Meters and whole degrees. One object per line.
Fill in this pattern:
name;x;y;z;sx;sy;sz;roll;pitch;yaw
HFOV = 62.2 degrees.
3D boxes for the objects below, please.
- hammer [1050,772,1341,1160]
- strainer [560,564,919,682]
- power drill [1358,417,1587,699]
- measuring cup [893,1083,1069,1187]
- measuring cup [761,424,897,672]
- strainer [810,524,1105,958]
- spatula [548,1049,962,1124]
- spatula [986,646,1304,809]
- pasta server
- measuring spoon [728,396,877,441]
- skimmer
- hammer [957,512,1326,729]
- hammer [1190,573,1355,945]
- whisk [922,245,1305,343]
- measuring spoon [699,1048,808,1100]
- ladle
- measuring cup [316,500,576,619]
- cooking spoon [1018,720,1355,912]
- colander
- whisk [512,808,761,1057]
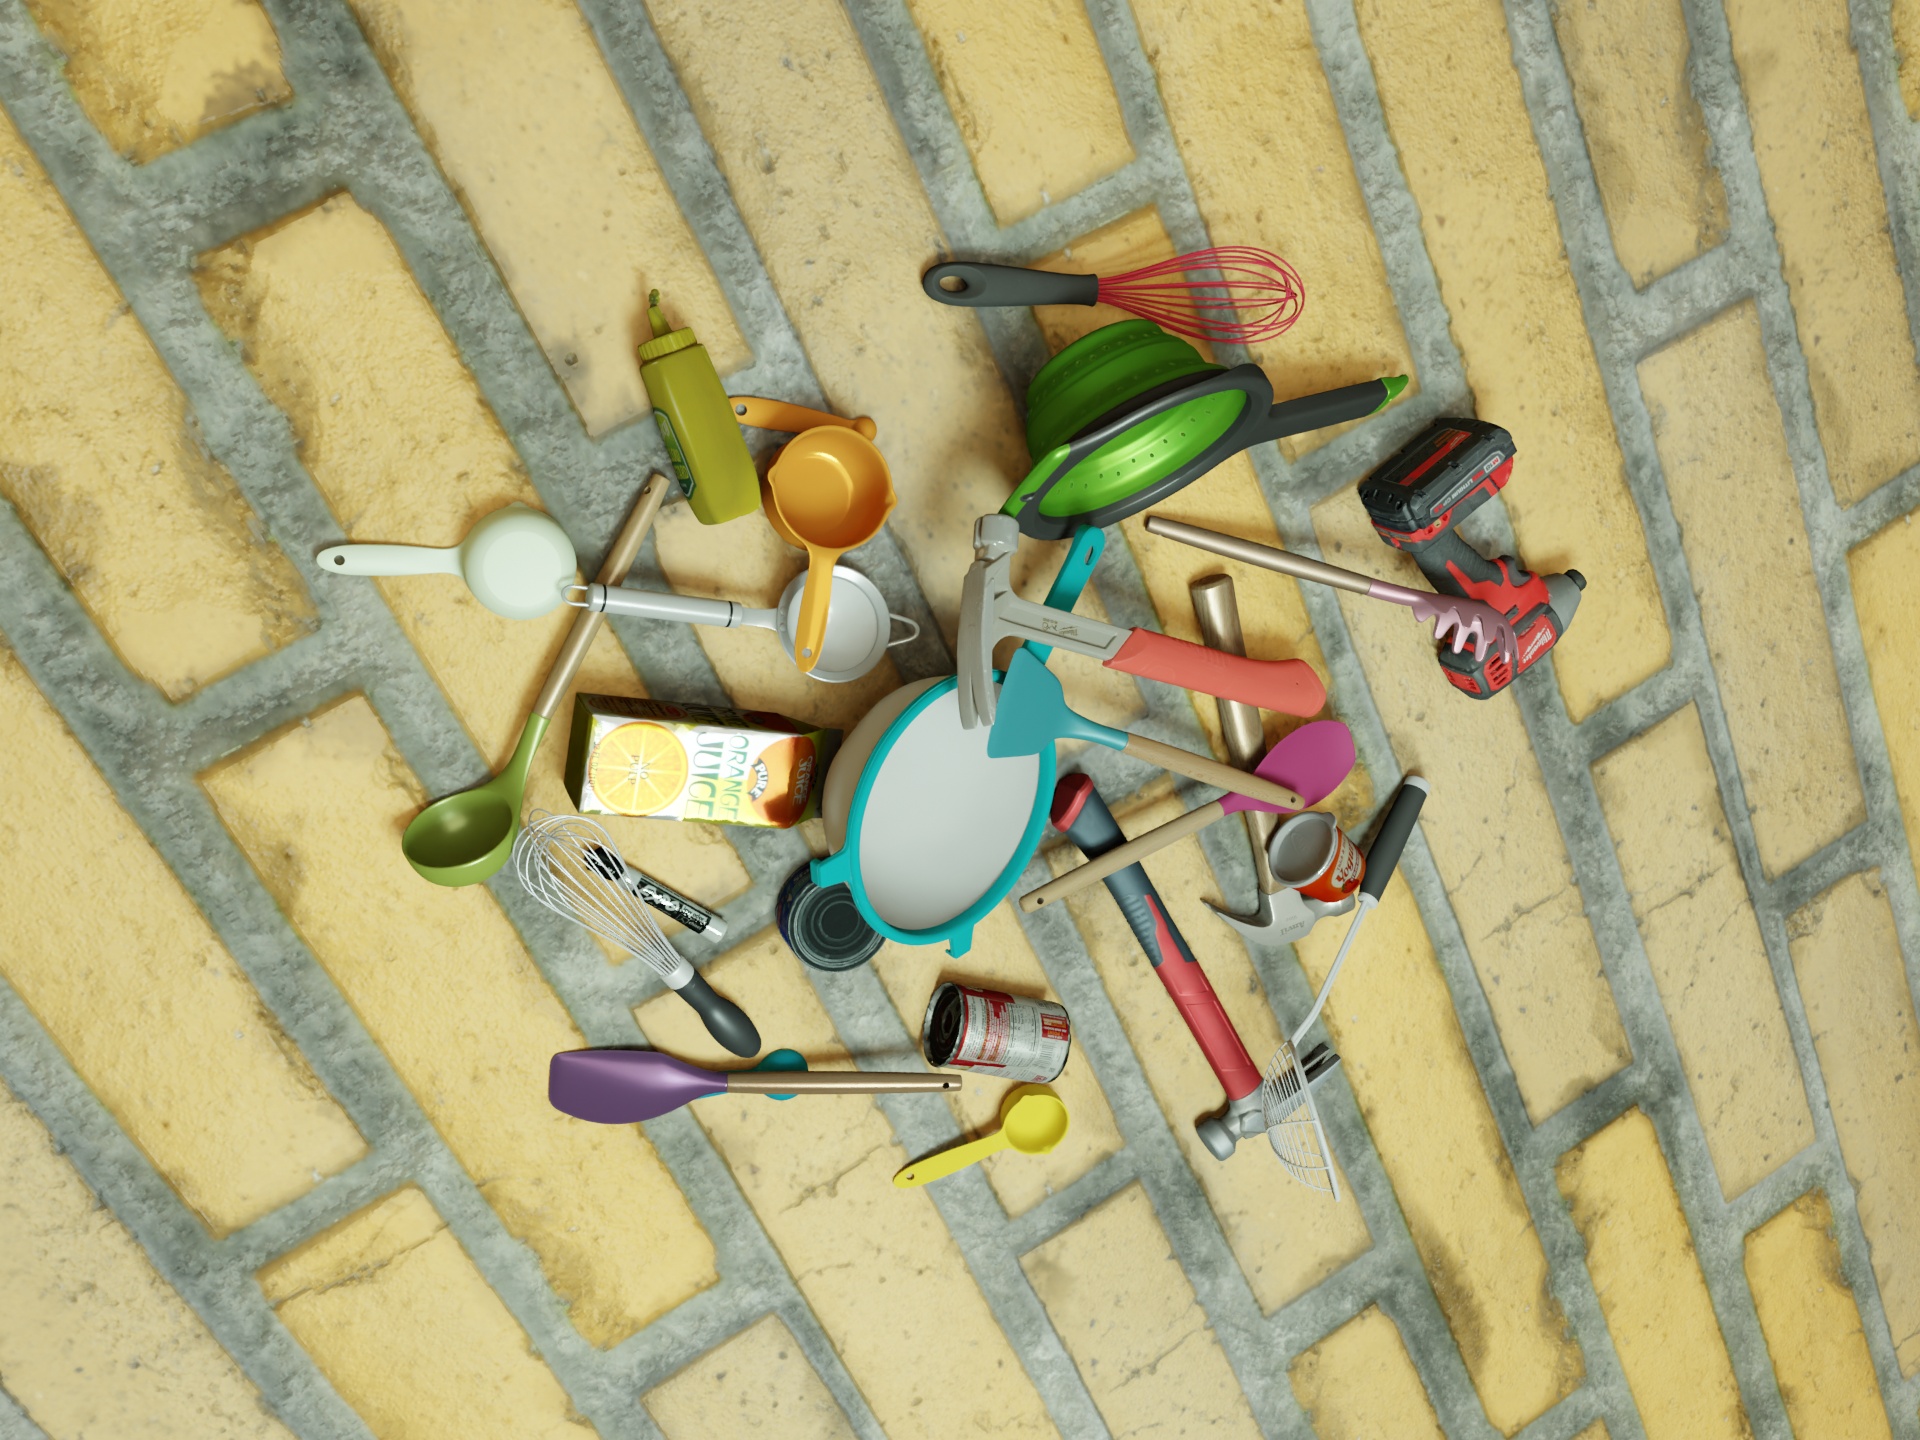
hammer;0.192;0.194;1.341;0.143;0.038;0.386;-35;113;-10
strainer;-0.155;-0.075;1.126;0.258;0.050;0.087;6;81;-28
power drill;0.437;-0.137;1.328;0.143;0.079;0.219;-39;117;-6
measuring cup;0.015;0.350;1.328;0.156;0.029;0.062;-22;111;-1
measuring cup;-0.104;-0.120;1.127;0.095;0.052;0.173;9;90;-22
strainer;-0.002;-0.004;1.186;0.210;0.095;0.340;37;78;-49
spatula;-0.154;0.281;1.224;0.316;0.018;0.059;2;100;-11
spatula;0.150;0.026;1.216;0.317;0.044;0.082;18;87;-28
pasta server;0.296;-0.107;1.261;0.316;0.060;0.040;15;83;-6
measuring spoon;-0.114;-0.214;1.134;0.117;0.011;0.021;6;102;-22
skimmer;0.343;0.213;1.323;0.363;0.090;0.127;-61;154;-18
hammer;0.145;-0.039;1.182;0.358;0.037;0.149;13;75;-38
hammer;0.239;0.039;1.322;0.130;0.031;0.331;-21;110;-15
whisk;0.117;-0.317;1.172;0.295;0.073;0.073;-1;104;-13
measuring spoon;-0.178;0.285;1.234;0.128;0.021;0.042;-4;105;-21
ladle;-0.286;-0.031;1.096;0.062;0.078;0.320;29;88;-56
measuring cup;-0.340;-0.104;1.063;0.167;0.038;0.083;-2;104;-22
cooking spoon;0.187;0.081;1.281;0.319;0.017;0.068;-25;110;-16
colander;0.180;-0.244;1.191;0.397;0.204;0.094;-19;75;-32
whisk;-0.225;0.164;1.152;0.070;0.070;0.284;-40;126;-7
